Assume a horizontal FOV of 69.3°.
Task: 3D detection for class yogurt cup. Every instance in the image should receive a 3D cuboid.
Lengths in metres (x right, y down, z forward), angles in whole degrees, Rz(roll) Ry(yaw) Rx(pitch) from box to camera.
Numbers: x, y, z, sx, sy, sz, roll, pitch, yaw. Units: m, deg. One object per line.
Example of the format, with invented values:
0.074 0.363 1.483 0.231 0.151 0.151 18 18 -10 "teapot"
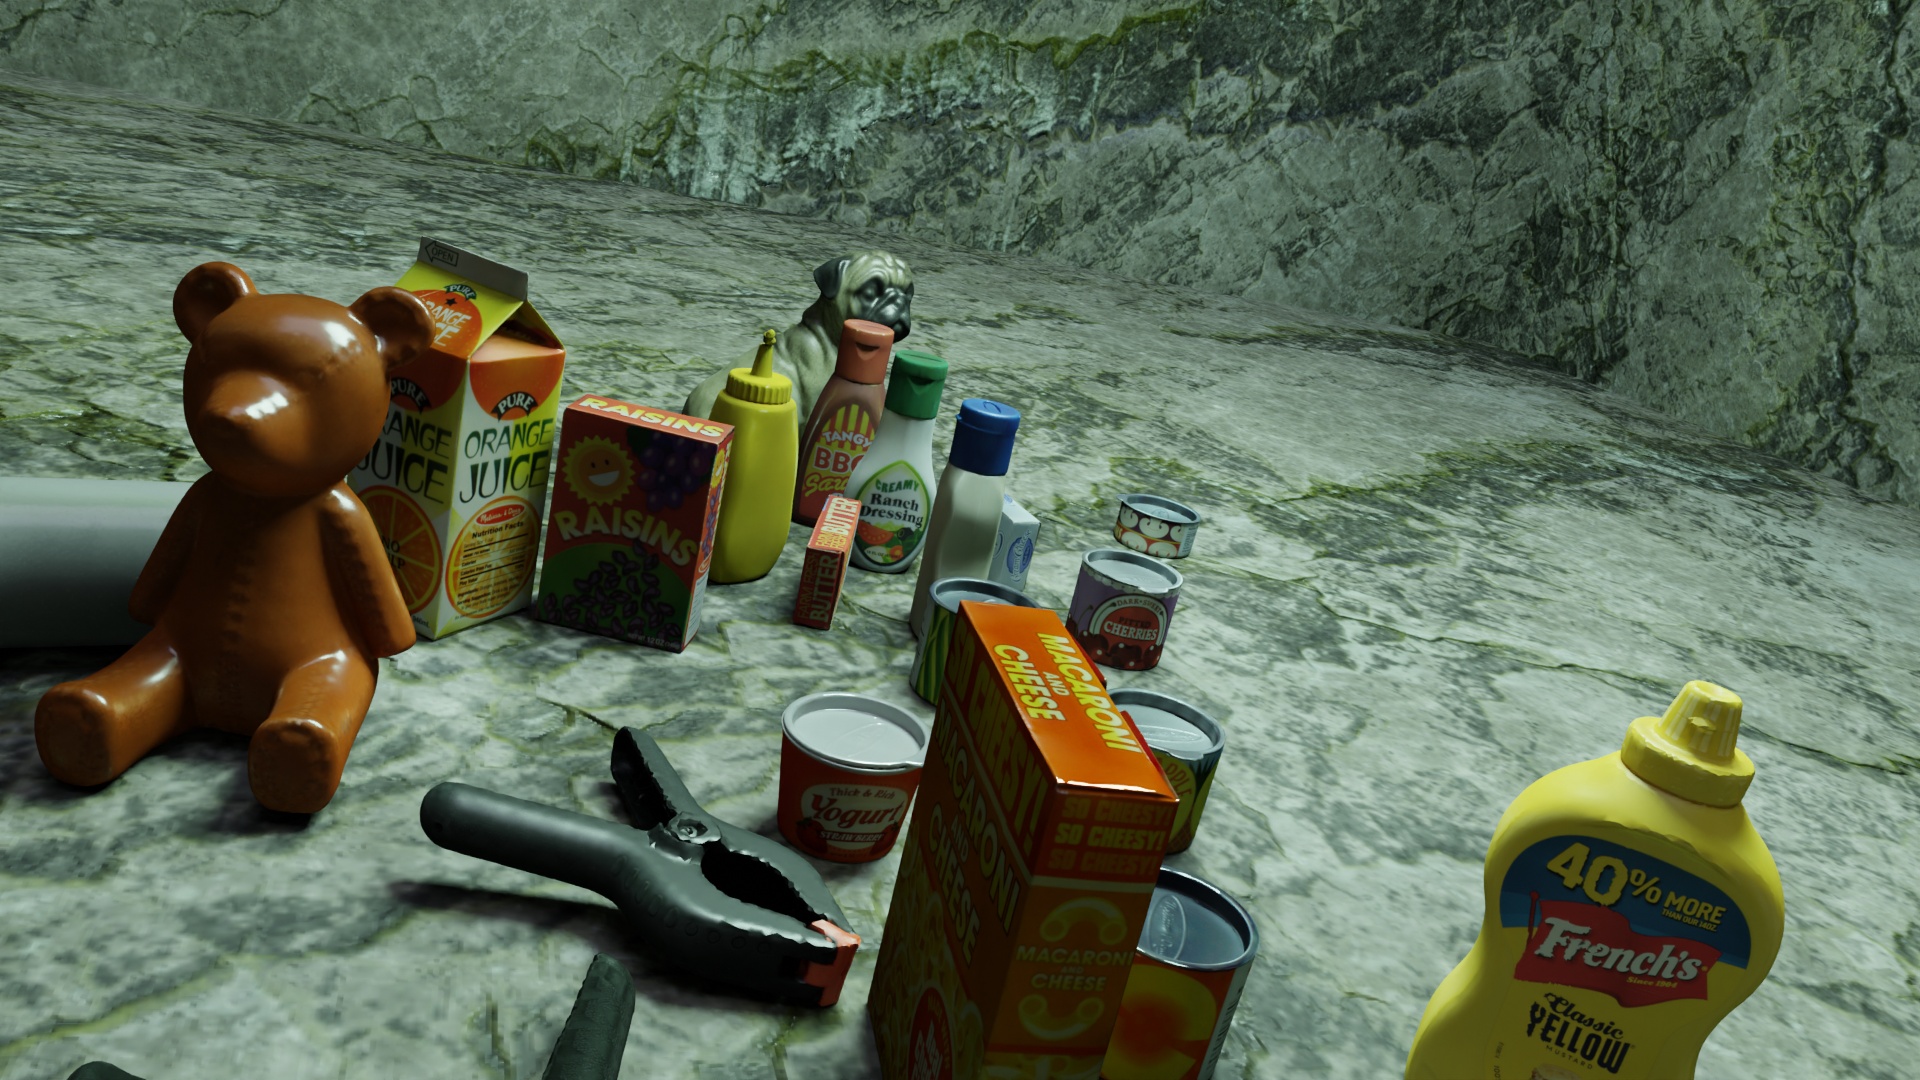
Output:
-0.050 0.106 0.617 0.072 0.053 0.072 12 18 -4 "yogurt cup"

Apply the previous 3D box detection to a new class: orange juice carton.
-0.263 -0.055 0.721 0.072 0.192 0.073 20 19 21 "orange juice carton"

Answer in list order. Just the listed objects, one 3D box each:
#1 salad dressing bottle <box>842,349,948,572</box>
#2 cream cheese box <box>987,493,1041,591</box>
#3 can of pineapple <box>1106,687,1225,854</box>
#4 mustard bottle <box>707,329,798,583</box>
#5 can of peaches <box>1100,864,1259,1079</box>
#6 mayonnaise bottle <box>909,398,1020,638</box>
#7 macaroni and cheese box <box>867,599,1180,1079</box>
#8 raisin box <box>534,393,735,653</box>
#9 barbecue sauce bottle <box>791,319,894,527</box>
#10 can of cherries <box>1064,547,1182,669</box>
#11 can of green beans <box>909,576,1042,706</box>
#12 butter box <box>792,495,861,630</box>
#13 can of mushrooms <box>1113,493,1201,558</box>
-0.042 -0.053 0.937 0.064 0.147 0.044 9 18 -12 "salad dressing bottle"
0.020 -0.008 0.995 0.024 0.053 0.104 4 21 -27 "cream cheese box"
0.091 0.114 0.684 0.071 0.057 0.071 12 18 -4 "can of pineapple"
-0.131 -0.055 0.860 0.049 0.159 0.065 25 21 32 "mustard bottle"
0.070 0.163 0.525 0.071 0.058 0.071 12 18 -4 "can of peaches"
0.003 -0.011 0.843 0.041 0.147 0.065 9 19 -13 "mayonnaise bottle"
0.013 0.120 0.443 0.040 0.165 0.124 8 19 -16 "macaroni and cheese box"
-0.177 -0.010 0.757 0.086 0.123 0.040 13 18 0 "raisin box"
-0.080 -0.082 0.993 0.065 0.148 0.044 10 18 -10 "barbecue sauce bottle"
0.104 0.044 0.893 0.071 0.058 0.072 12 18 -4 "can of cherries"
0.009 0.060 0.783 0.071 0.057 0.071 12 18 -4 "can of green beans"
-0.082 0.012 0.868 0.024 0.053 0.104 12 18 -2 "butter box"
0.158 -0.013 1.135 0.071 0.033 0.071 12 18 -4 "can of mushrooms"
